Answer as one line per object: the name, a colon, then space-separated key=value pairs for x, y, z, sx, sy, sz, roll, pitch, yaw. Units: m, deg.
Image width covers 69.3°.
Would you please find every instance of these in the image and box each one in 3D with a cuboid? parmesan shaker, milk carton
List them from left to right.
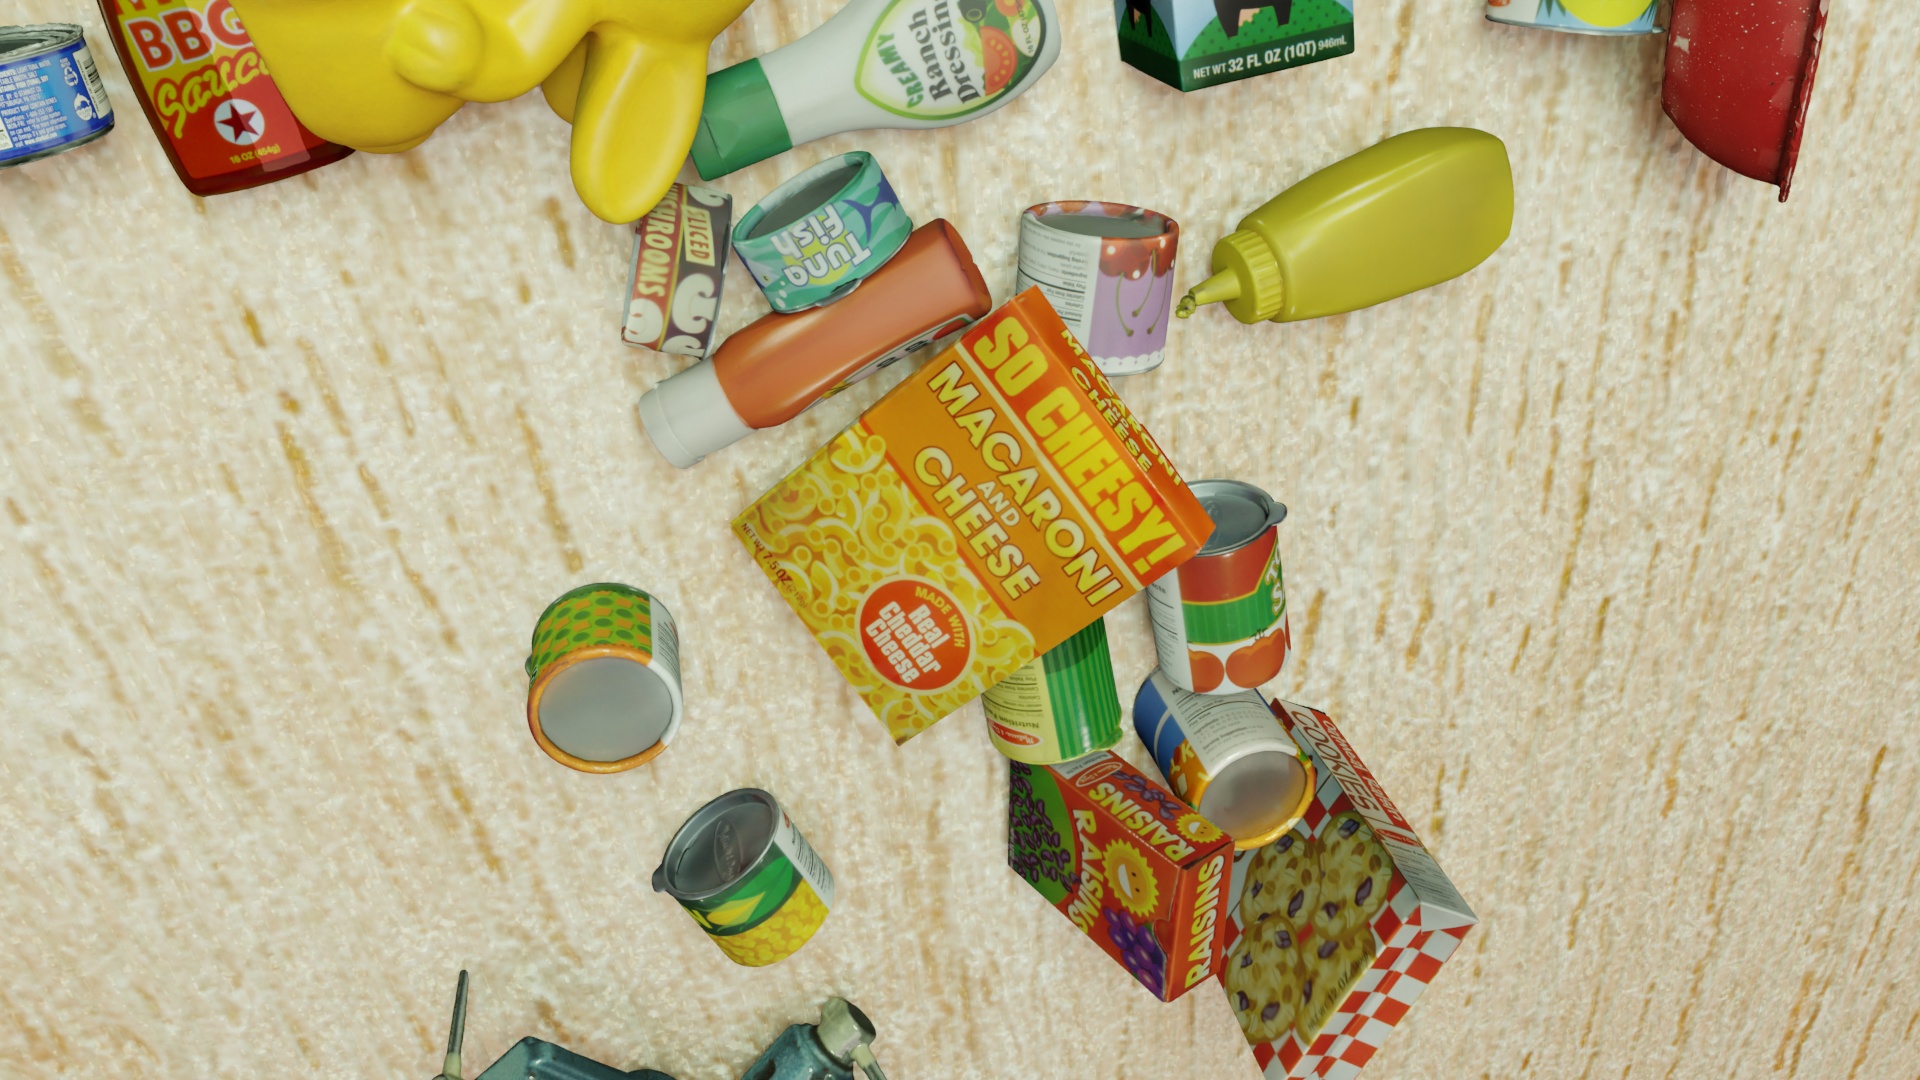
parmesan shaker: x=0.039 y=0.045 z=0.655 sx=0.071 sy=0.071 sz=0.102 roll=-16 pitch=119 yaw=-6
milk carton: x=0.091 y=-0.270 z=0.502 sx=0.072 sy=0.074 sz=0.189 roll=-14 pitch=119 yaw=-7

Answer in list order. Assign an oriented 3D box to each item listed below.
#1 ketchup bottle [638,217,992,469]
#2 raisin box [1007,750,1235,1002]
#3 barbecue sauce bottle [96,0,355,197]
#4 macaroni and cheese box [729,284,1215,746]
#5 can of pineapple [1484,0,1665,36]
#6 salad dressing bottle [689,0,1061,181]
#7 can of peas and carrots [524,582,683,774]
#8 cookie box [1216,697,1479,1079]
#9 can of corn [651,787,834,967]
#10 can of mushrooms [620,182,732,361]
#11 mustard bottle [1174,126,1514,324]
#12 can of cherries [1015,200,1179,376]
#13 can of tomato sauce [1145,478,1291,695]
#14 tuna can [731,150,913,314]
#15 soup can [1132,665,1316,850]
ketchup bottle: x=-0.061 y=-0.079 z=0.571 sx=0.148 sy=0.065 sz=0.043 roll=-27 pitch=100 yaw=10
raisin box: x=0.075 y=0.155 z=0.688 sx=0.040 sy=0.123 sz=0.085 roll=-18 pitch=124 yaw=-33
barbecue sauce bottle: x=-0.261 y=-0.195 z=0.466 sx=0.065 sy=0.044 sz=0.147 roll=-17 pitch=119 yaw=-4
macaroni and cheese box: x=0.002 y=-0.007 z=0.579 sx=0.166 sy=0.040 sz=0.123 roll=-36 pitch=93 yaw=27
can of pineapple: x=0.255 y=-0.240 z=0.565 sx=0.071 sy=0.071 sz=0.057 roll=-3 pitch=118 yaw=-13
salad dressing bottle: x=-0.037 y=-0.180 z=0.532 sx=0.148 sy=0.044 sz=0.064 roll=-22 pitch=121 yaw=-2
can of peas and carrots: x=-0.160 y=0.062 z=0.617 sx=0.071 sy=0.059 sz=0.070 roll=-6 pitch=118 yaw=-12
cookie box: x=0.174 y=0.176 z=0.703 sx=0.040 sy=0.168 sz=0.122 roll=22 pitch=110 yaw=-20
can of corn: x=-0.106 y=0.167 z=0.682 sx=0.071 sy=0.071 sz=0.058 roll=-30 pitch=121 yaw=2
can of mushrooms: x=-0.110 y=-0.106 z=0.537 sx=0.033 sy=0.071 sz=0.070 roll=9 pitch=114 yaw=-17
mustard bottle: x=0.160 y=-0.129 z=0.599 sx=0.160 sy=0.049 sz=0.065 roll=-22 pitch=119 yaw=-12
can of cherries: x=0.058 y=-0.108 z=0.584 sx=0.071 sy=0.072 sz=0.058 roll=-3 pitch=117 yaw=-13
can of tomato sauce: x=0.124 y=0.022 z=0.667 sx=0.071 sy=0.071 sz=0.082 roll=-17 pitch=121 yaw=-5
tuna can: x=-0.055 y=-0.120 z=0.543 sx=0.071 sy=0.071 sz=0.032 roll=-31 pitch=119 yaw=3
soup can: x=0.133 y=0.108 z=0.704 sx=0.071 sy=0.084 sz=0.071 roll=-6 pitch=119 yaw=-12
